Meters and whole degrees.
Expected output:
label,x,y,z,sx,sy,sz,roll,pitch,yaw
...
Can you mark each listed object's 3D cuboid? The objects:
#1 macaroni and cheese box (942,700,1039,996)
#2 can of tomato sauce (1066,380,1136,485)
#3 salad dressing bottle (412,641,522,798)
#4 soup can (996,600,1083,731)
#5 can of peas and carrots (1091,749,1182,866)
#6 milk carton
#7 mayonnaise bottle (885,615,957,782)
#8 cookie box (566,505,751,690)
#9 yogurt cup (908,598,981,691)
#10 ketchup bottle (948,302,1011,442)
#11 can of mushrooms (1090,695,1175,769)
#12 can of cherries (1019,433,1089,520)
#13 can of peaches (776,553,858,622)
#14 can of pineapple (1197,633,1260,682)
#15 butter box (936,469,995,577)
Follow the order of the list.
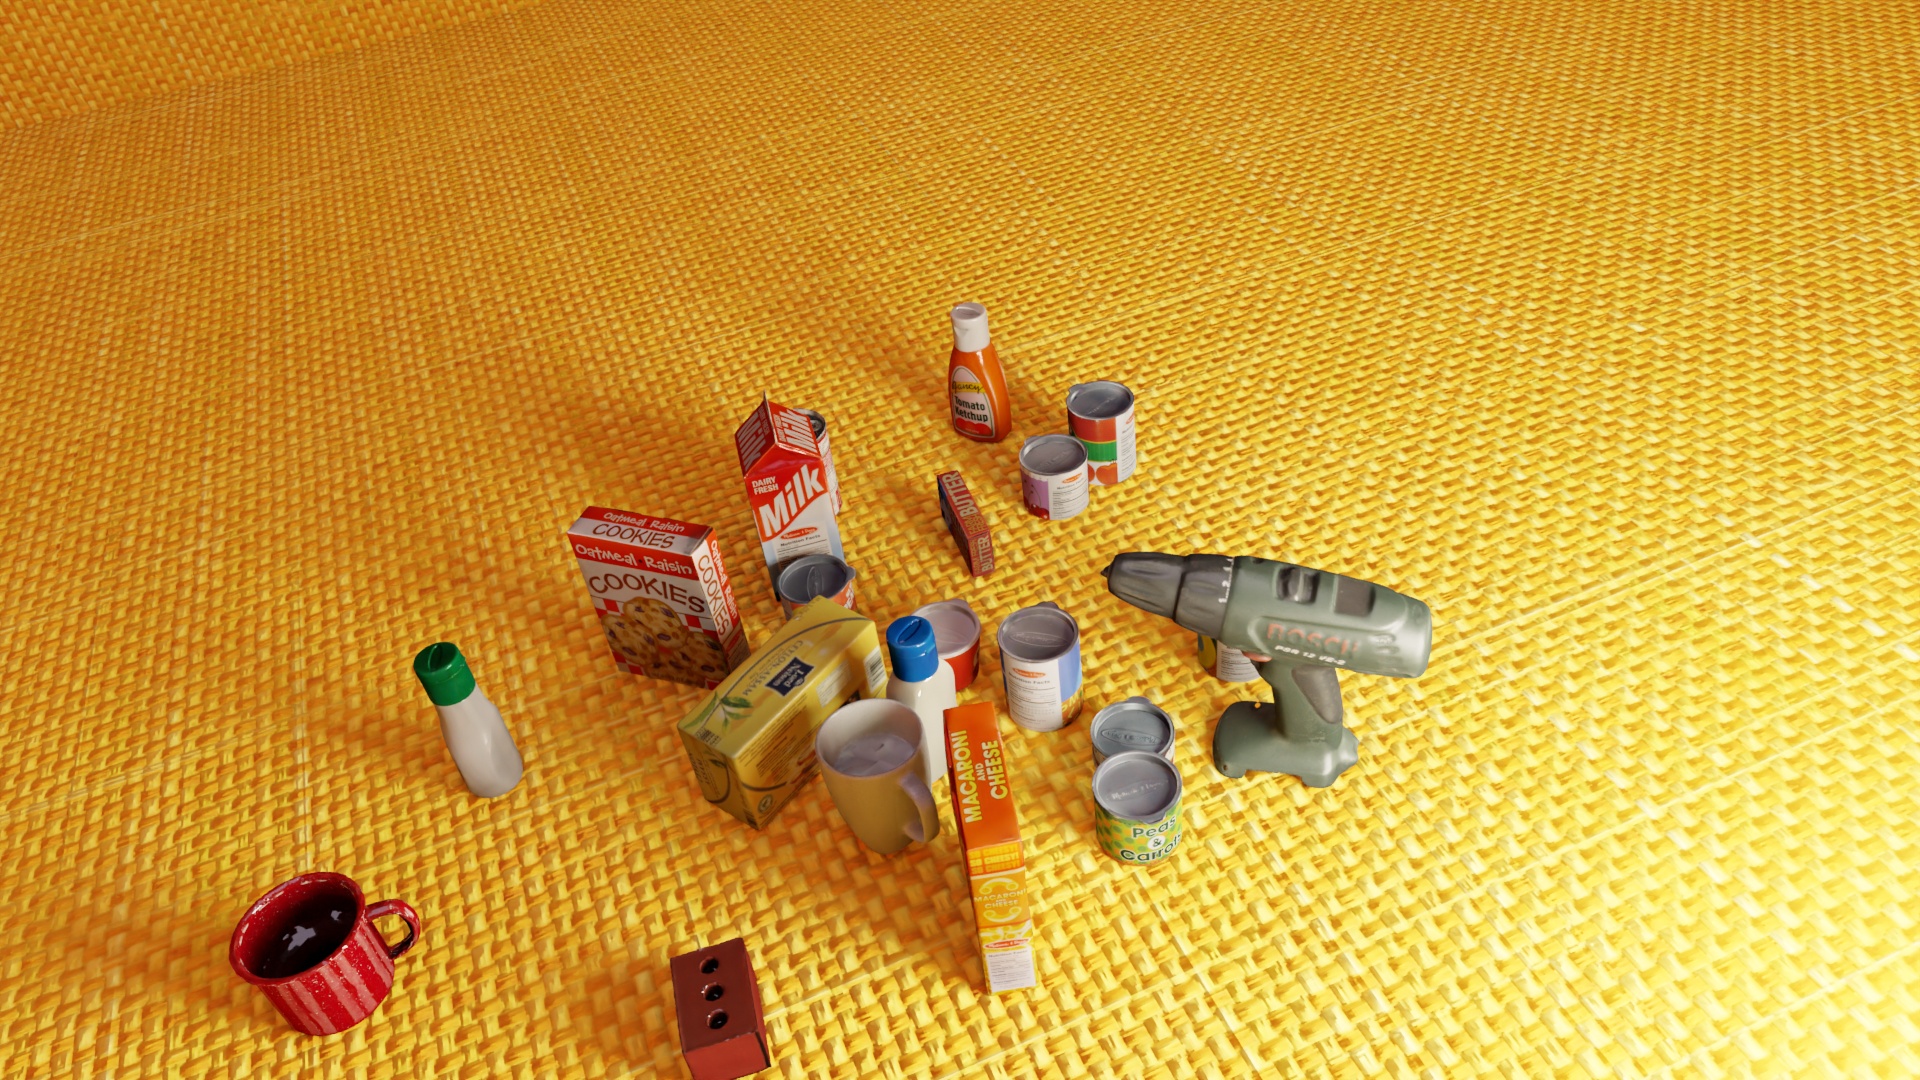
label,x,y,z,sx,sy,sz,roll,pitch,yaw
macaroni and cheese box,0.020,0.213,0.955,0.040,0.165,0.124,-10,40,-2
can of tomato sauce,0.139,-0.107,1.377,0.071,0.082,0.071,-5,40,4
salad dressing bottle,-0.397,0.145,1.120,0.044,0.146,0.064,-10,40,-2
soup can,0.067,0.104,1.140,0.071,0.083,0.072,-5,40,4
can of peas and carrots,0.133,0.201,1.033,0.071,0.058,0.071,-5,40,4
milk carton,-0.157,-0.043,1.269,0.073,0.189,0.072,-14,40,-7
mayonnaise bottle,-0.030,0.123,1.084,0.041,0.147,0.065,20,48,30
cookie box,-0.254,0.052,1.191,0.123,0.166,0.040,9,43,20
yogurt cup,-0.014,0.094,1.189,0.072,0.053,0.073,-5,40,4
ketchup bottle,0.016,-0.172,1.424,0.065,0.148,0.044,17,46,27
can of mushrooms,0.137,0.160,1.101,0.071,0.033,0.071,-5,40,4
can of cherries,0.091,-0.063,1.353,0.071,0.058,0.072,-5,40,4
can of peaches,-0.125,0.055,1.250,0.071,0.057,0.071,-5,40,4
can of pineapple,0.232,0.075,1.166,0.071,0.057,0.071,-5,40,4
butter box,0.005,-0.017,1.316,0.024,0.052,0.104,-16,41,-9
